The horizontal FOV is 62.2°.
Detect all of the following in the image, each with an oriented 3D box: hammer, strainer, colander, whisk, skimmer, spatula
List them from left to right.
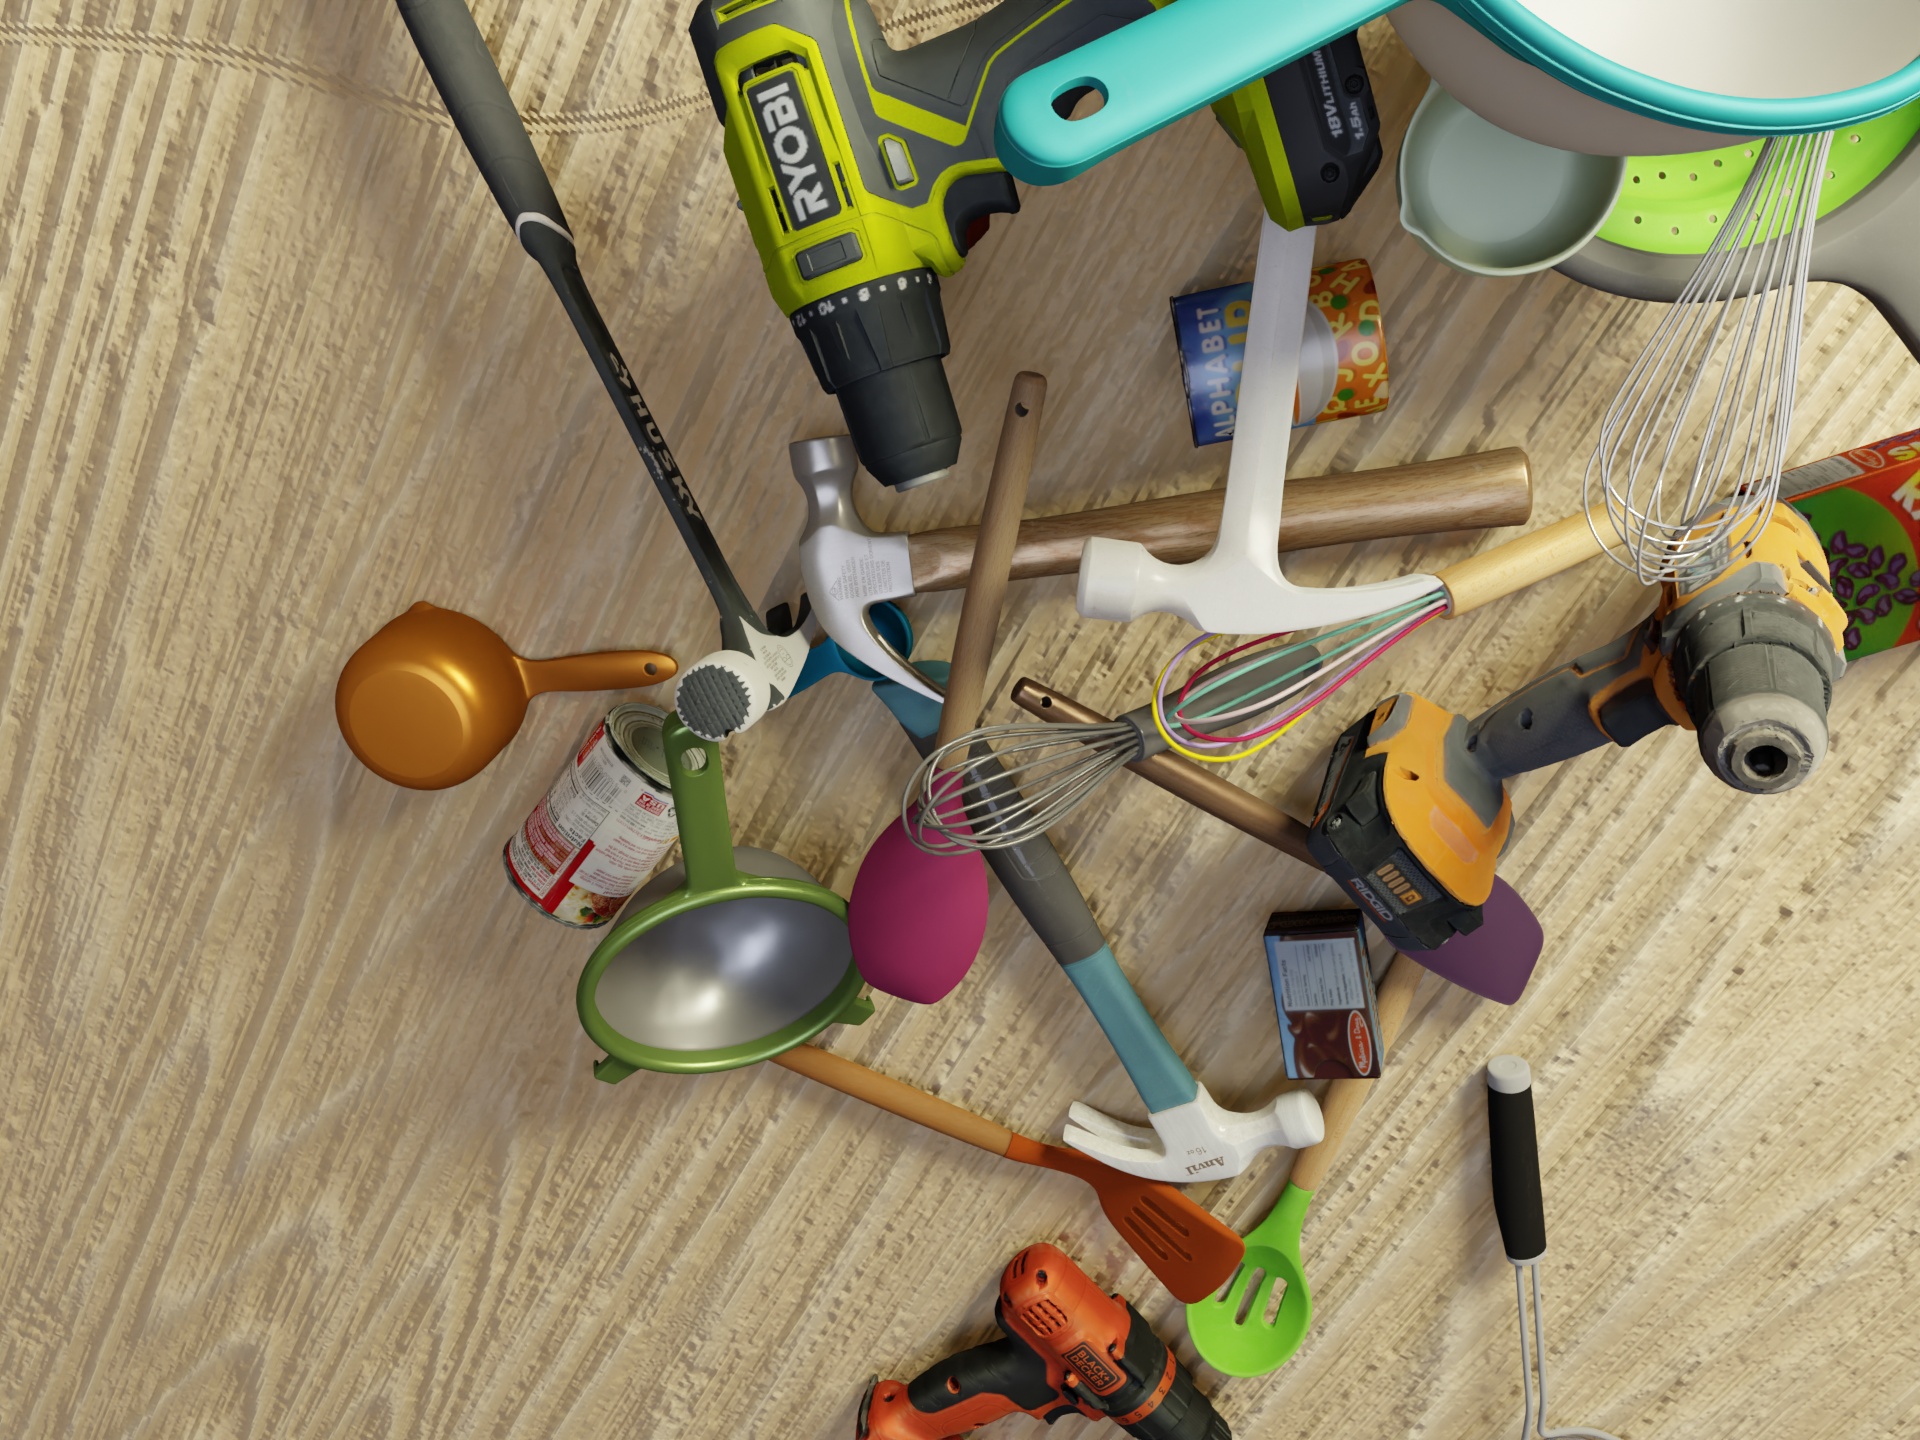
[{"bbox_3d":[-0.168,-0.192,0.692,0.036,0.149,0.409,-23,100,15],"label":"hammer"},{"bbox_3d":[-0.125,0.075,0.786,0.151,0.069,0.256,-12,135,-12],"label":"strainer"},{"bbox_3d":[0.002,0.234,0.886,0.322,0.041,0.081,23,134,-1],"label":"spatula"},{"bbox_3d":[0.058,0.108,0.824,0.128,0.033,0.331,-25,106,23],"label":"hammer"},{"bbox_3d":[0.075,0.005,0.708,0.239,0.055,0.055,-21,117,-30],"label":"whisk"},{"bbox_3d":[0.091,-0.084,0.730,0.331,0.031,0.130,-6,99,6],"label":"hammer"},{"bbox_3d":[0.160,0.054,0.769,0.315,0.018,0.060,27,83,-16],"label":"spatula"},{"bbox_3d":[0.139,-0.233,0.616,0.144,0.035,0.405,7,100,4],"label":"hammer"},{"bbox_3d":[0.192,-0.042,0.695,0.245,0.047,0.051,-23,151,-13],"label":"whisk"},{"bbox_3d":[0.151,-0.222,0.480,0.340,0.095,0.211,-30,83,-12],"label":"strainer"},{"bbox_3d":[0.336,0.355,0.872,0.127,0.090,0.363,-19,111,-20],"label":"skimmer"},{"bbox_3d":[0.286,-0.183,0.556,0.070,0.070,0.284,11,110,2],"label":"whisk"},{"bbox_3d":[0.334,-0.211,0.618,0.204,0.094,0.397,-40,103,21],"label":"colander"}]

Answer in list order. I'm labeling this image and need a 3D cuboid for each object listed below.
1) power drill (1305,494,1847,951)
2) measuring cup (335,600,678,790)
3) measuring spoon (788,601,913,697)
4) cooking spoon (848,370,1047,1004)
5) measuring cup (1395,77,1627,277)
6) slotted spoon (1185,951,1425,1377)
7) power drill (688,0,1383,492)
[{"bbox_3d":[0.256,0.011,0.663,0.084,0.185,0.226,47,125,-8],"label":"power drill"},{"bbox_3d":[-0.231,-0.012,0.801,0.173,0.052,0.095,-5,113,11],"label":"measuring cup"},{"bbox_3d":[-0.077,-0.027,0.799,0.128,0.021,0.042,-22,94,25],"label":"measuring spoon"},{"bbox_3d":[-0.001,-0.002,0.724,0.069,0.017,0.318,17,115,10],"label":"cooking spoon"},{"bbox_3d":[0.172,-0.235,0.564,0.083,0.038,0.167,-28,93,13],"label":"measuring cup"},{"bbox_3d":[0.199,0.233,0.870,0.070,0.031,0.313,22,113,9],"label":"slotted spoon"},{"bbox_3d":[0.030,-0.202,0.582,0.228,0.080,0.190,-16,99,16],"label":"power drill"}]
